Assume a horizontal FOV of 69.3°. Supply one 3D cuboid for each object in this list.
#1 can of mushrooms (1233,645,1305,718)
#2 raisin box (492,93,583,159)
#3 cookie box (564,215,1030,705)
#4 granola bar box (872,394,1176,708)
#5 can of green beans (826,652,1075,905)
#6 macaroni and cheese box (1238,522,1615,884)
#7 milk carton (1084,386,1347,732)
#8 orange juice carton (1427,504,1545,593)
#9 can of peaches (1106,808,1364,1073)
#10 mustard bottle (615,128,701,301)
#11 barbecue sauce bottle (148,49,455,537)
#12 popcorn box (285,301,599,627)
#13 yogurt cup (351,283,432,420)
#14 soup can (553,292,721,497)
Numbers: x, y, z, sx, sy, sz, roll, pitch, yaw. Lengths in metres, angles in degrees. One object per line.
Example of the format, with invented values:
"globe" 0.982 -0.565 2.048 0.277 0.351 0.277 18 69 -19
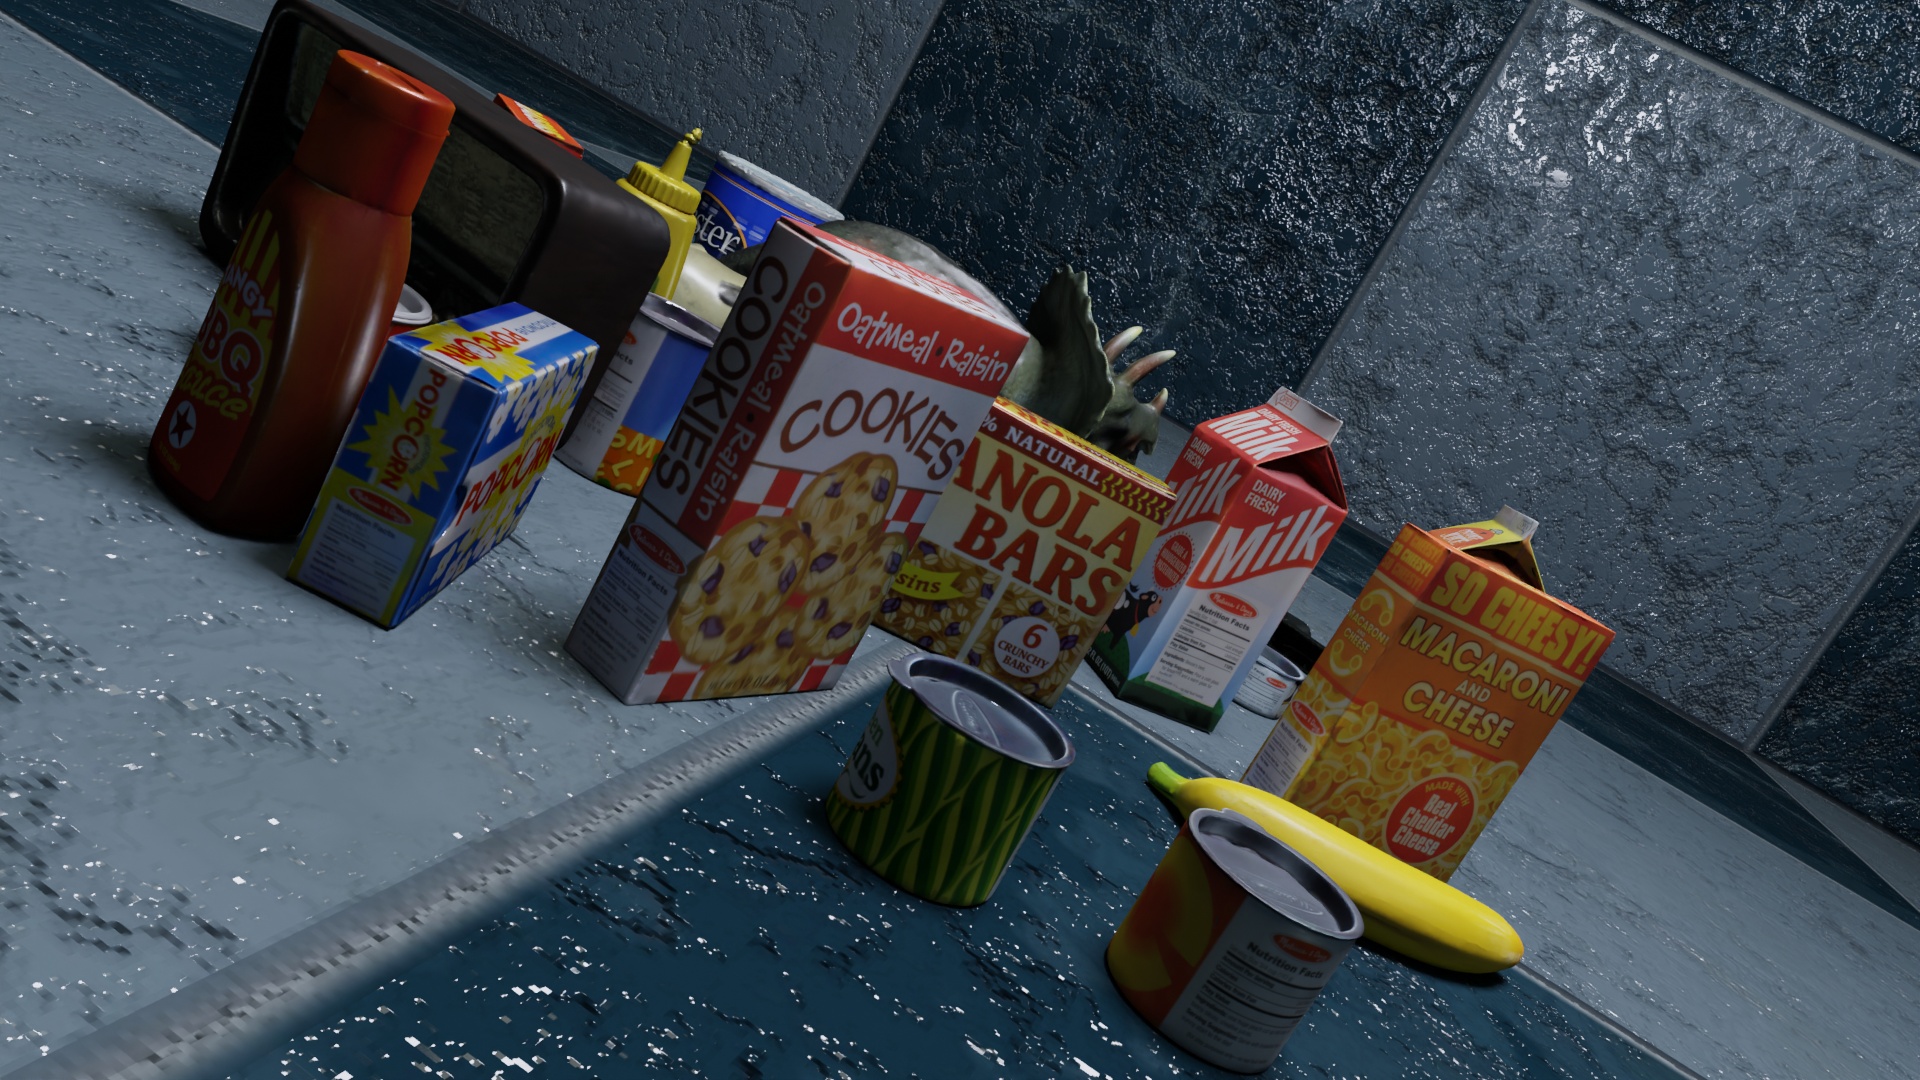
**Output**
"can of mushrooms" 0.192 0.086 0.923 0.071 0.033 0.071 28 13 -6
"raisin box" -0.257 -0.176 0.768 0.040 0.123 0.086 21 15 -34
"cookie box" -0.055 -0.023 0.506 0.040 0.167 0.123 35 14 26
"granola bar box" 0.002 -0.008 0.674 0.165 0.124 0.039 26 12 -12
"can of green beans" -0.004 0.080 0.468 0.071 0.057 0.071 28 12 -6
"macaroni and cheese box" 0.228 0.088 0.691 0.124 0.166 0.040 23 13 -25
"milk carton" 0.149 0.005 0.791 0.073 0.190 0.072 23 13 -26
"orange juice carton" 0.332 0.063 0.954 0.073 0.192 0.072 29 12 -1
"can of peaches" 0.091 0.132 0.467 0.071 0.058 0.071 28 12 -6
"mustard bottle" -0.183 -0.156 0.764 0.065 0.160 0.049 26 12 -15
"barbecue sauce bottle" -0.206 -0.078 0.439 0.065 0.148 0.044 37 14 33
"popcorn box" -0.171 -0.032 0.477 0.038 0.085 0.127 28 12 -7
"yogurt cup" -0.258 -0.084 0.565 0.072 0.054 0.072 28 12 -6
"soup can" -0.152 -0.071 0.676 0.071 0.083 0.071 28 12 -7
